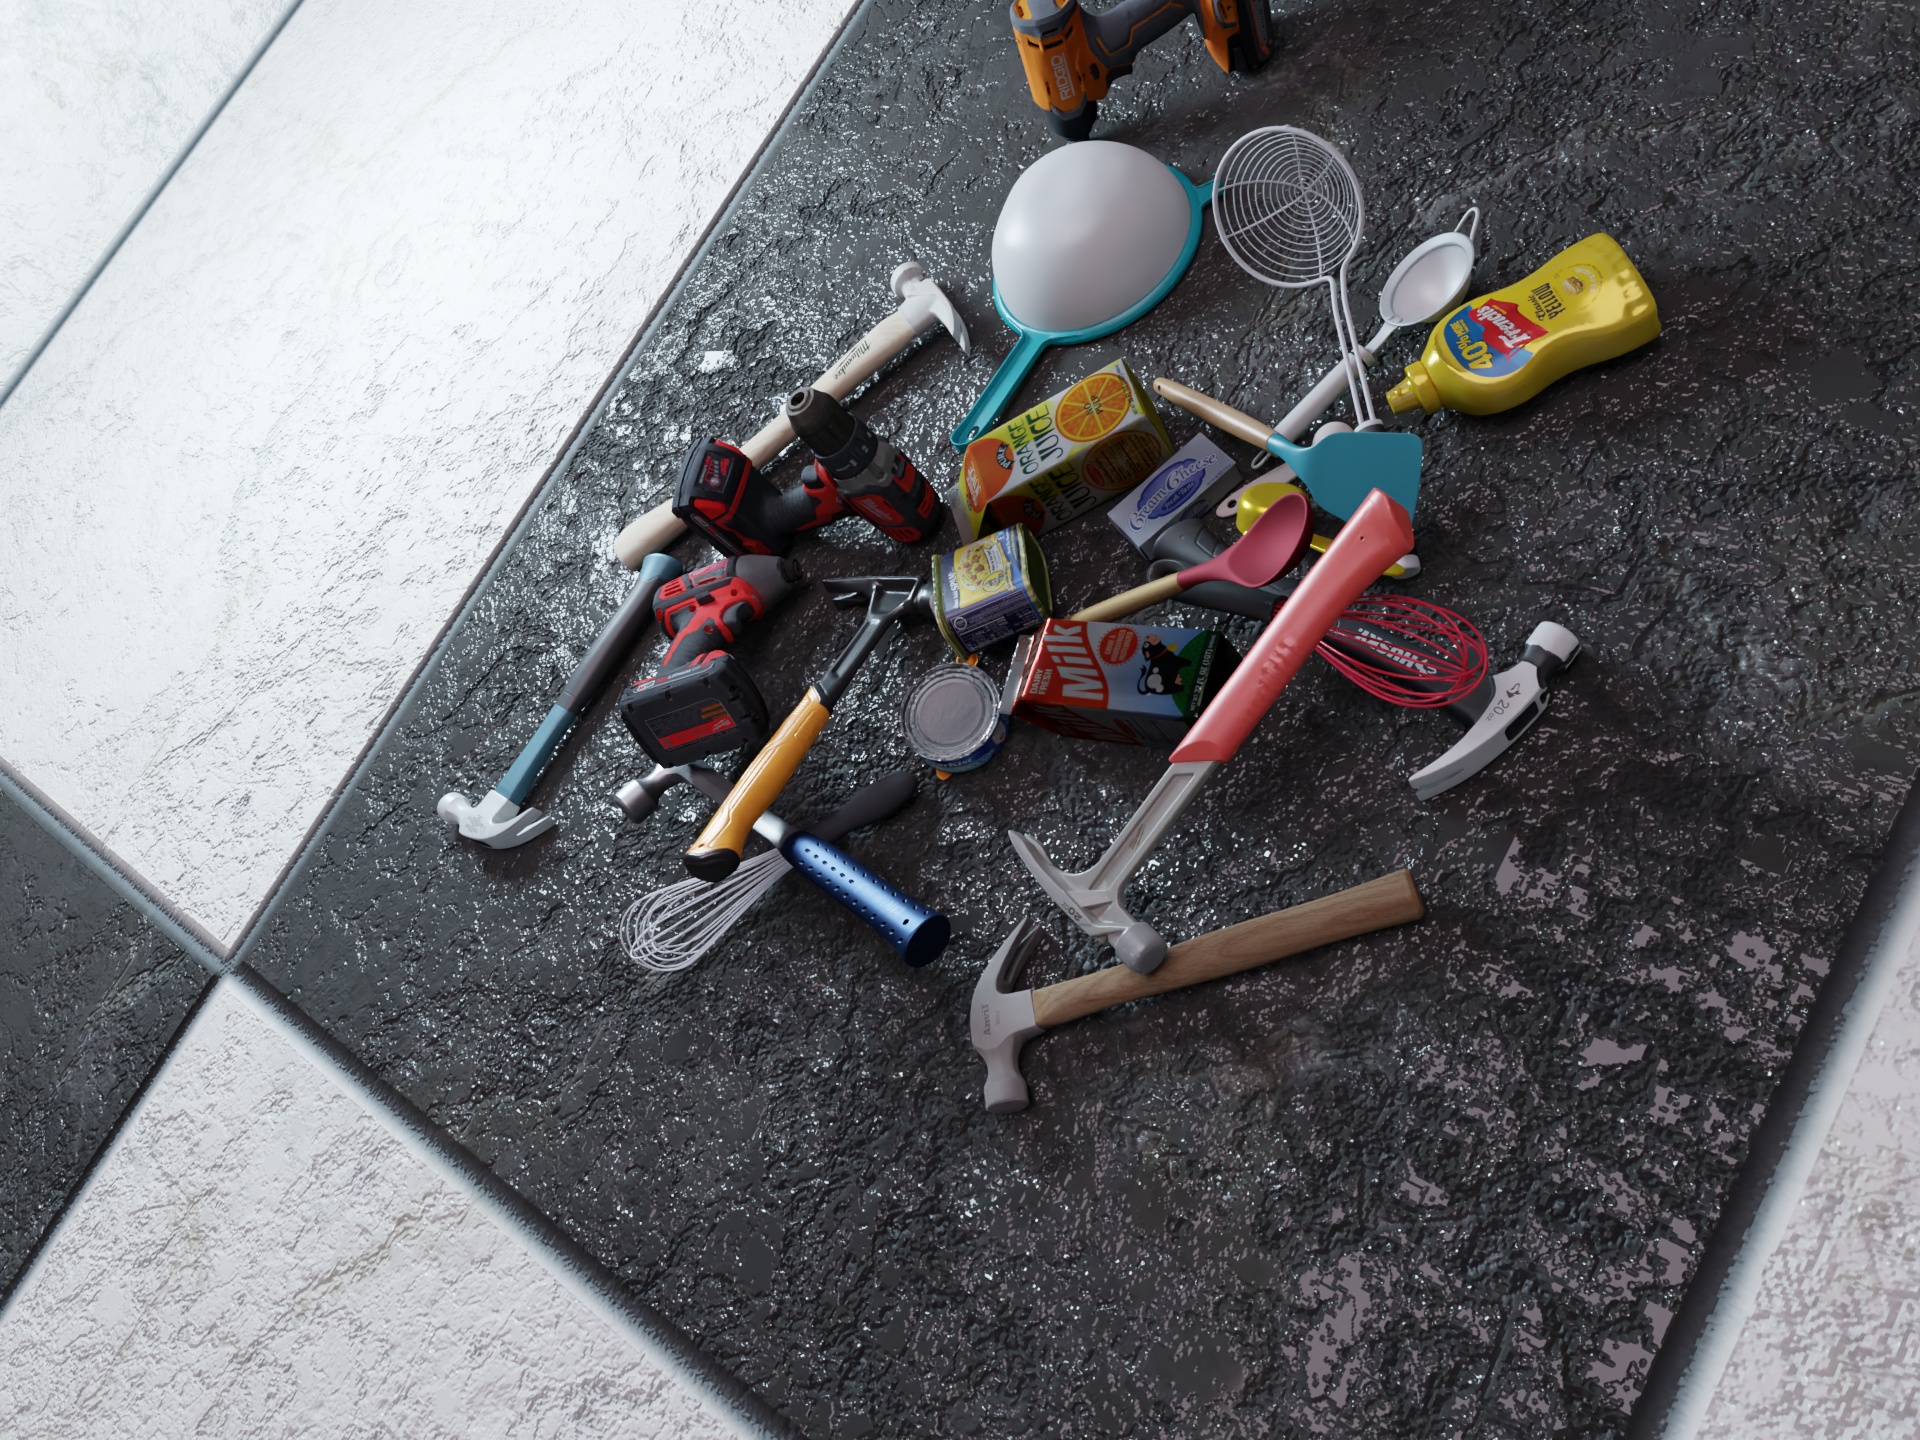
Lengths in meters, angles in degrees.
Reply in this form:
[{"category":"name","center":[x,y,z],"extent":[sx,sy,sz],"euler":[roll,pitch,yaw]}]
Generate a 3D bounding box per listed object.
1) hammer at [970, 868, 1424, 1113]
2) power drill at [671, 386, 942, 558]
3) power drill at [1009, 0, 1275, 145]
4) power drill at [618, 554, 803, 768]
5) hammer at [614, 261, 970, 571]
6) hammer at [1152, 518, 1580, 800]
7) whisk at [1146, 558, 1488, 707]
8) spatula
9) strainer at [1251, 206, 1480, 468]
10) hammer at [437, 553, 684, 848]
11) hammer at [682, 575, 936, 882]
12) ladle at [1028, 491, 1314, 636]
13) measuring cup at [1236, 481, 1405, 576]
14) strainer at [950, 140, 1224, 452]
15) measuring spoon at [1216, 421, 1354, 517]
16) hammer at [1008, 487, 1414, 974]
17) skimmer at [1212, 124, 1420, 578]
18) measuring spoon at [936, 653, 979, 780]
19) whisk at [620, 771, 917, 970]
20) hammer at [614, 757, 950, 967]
[{"category":"hammer","center":[0.156,0.167,1.106],"extent":[0.331,0.031,0.130],"euler":[-21,55,19]},{"category":"power drill","center":[-0.150,-0.217,1.415],"extent":[0.227,0.187,0.080],"euler":[-3,62,34]},{"category":"power drill","center":[0.172,-0.631,1.487],"extent":[0.226,0.164,0.084],"euler":[-17,55,7]},{"category":"power drill","center":[-0.215,-0.067,1.407],"extent":[0.143,0.078,0.220],"euler":[-18,36,17]},{"category":"hammer","center":[-0.171,-0.277,1.549],"extent":[0.410,0.038,0.146],"euler":[-38,46,9]},{"category":"hammer","center":[0.268,-0.068,1.170],"extent":[0.335,0.035,0.146],"euler":[35,84,40]},{"category":"whisk","center":[0.242,-0.072,1.131],"extent":[0.296,0.073,0.073],"euler":[25,78,45]},{"category":"spatula","center":[0.241,-0.224,1.245],"extent":[0.044,0.082,0.318],"euler":[-10,29,-21]},{"category":"strainer","center":[0.325,-0.294,1.262],"extent":[0.258,0.050,0.087],"euler":[-45,32,9]},{"category":"hammer","center":[-0.374,-0.022,1.534],"extent":[0.128,0.033,0.331],"euler":[25,78,39]},{"category":"hammer","center":[-0.132,-0.002,1.306],"extent":[0.127,0.034,0.337],"euler":[5,46,33]},{"category":"ladle","center":[0.148,-0.096,1.193],"extent":[0.315,0.031,0.069],"euler":[-20,49,49]},{"category":"measuring cup","center":[0.271,-0.144,1.190],"extent":[0.062,0.029,0.157],"euler":[-24,36,-28]},{"category":"strainer","center":[0.073,-0.402,1.440],"extent":[0.211,0.095,0.340],"euler":[25,77,38]},{"category":"measuring spoon","center":[0.255,-0.199,1.263],"extent":[0.124,0.018,0.034],"euler":[-32,52,13]},{"category":"hammer","center":[0.179,-0.007,1.090],"extent":[0.149,0.036,0.359],"euler":[45,107,37]},{"category":"skimmer","center":[0.276,-0.279,1.208],"extent":[0.127,0.090,0.363],"euler":[-32,60,50]},{"category":"measuring spoon","center":[-0.002,-0.004,1.316],"extent":[0.021,0.011,0.117],"euler":[4,69,21]},{"category":"whisk","center":[-0.158,0.120,1.310],"extent":[0.284,0.070,0.070],"euler":[-32,52,7]},{"category":"hammer","center":[-0.134,0.089,1.259],"extent":[0.144,0.035,0.406],"euler":[-43,38,-16]}]
